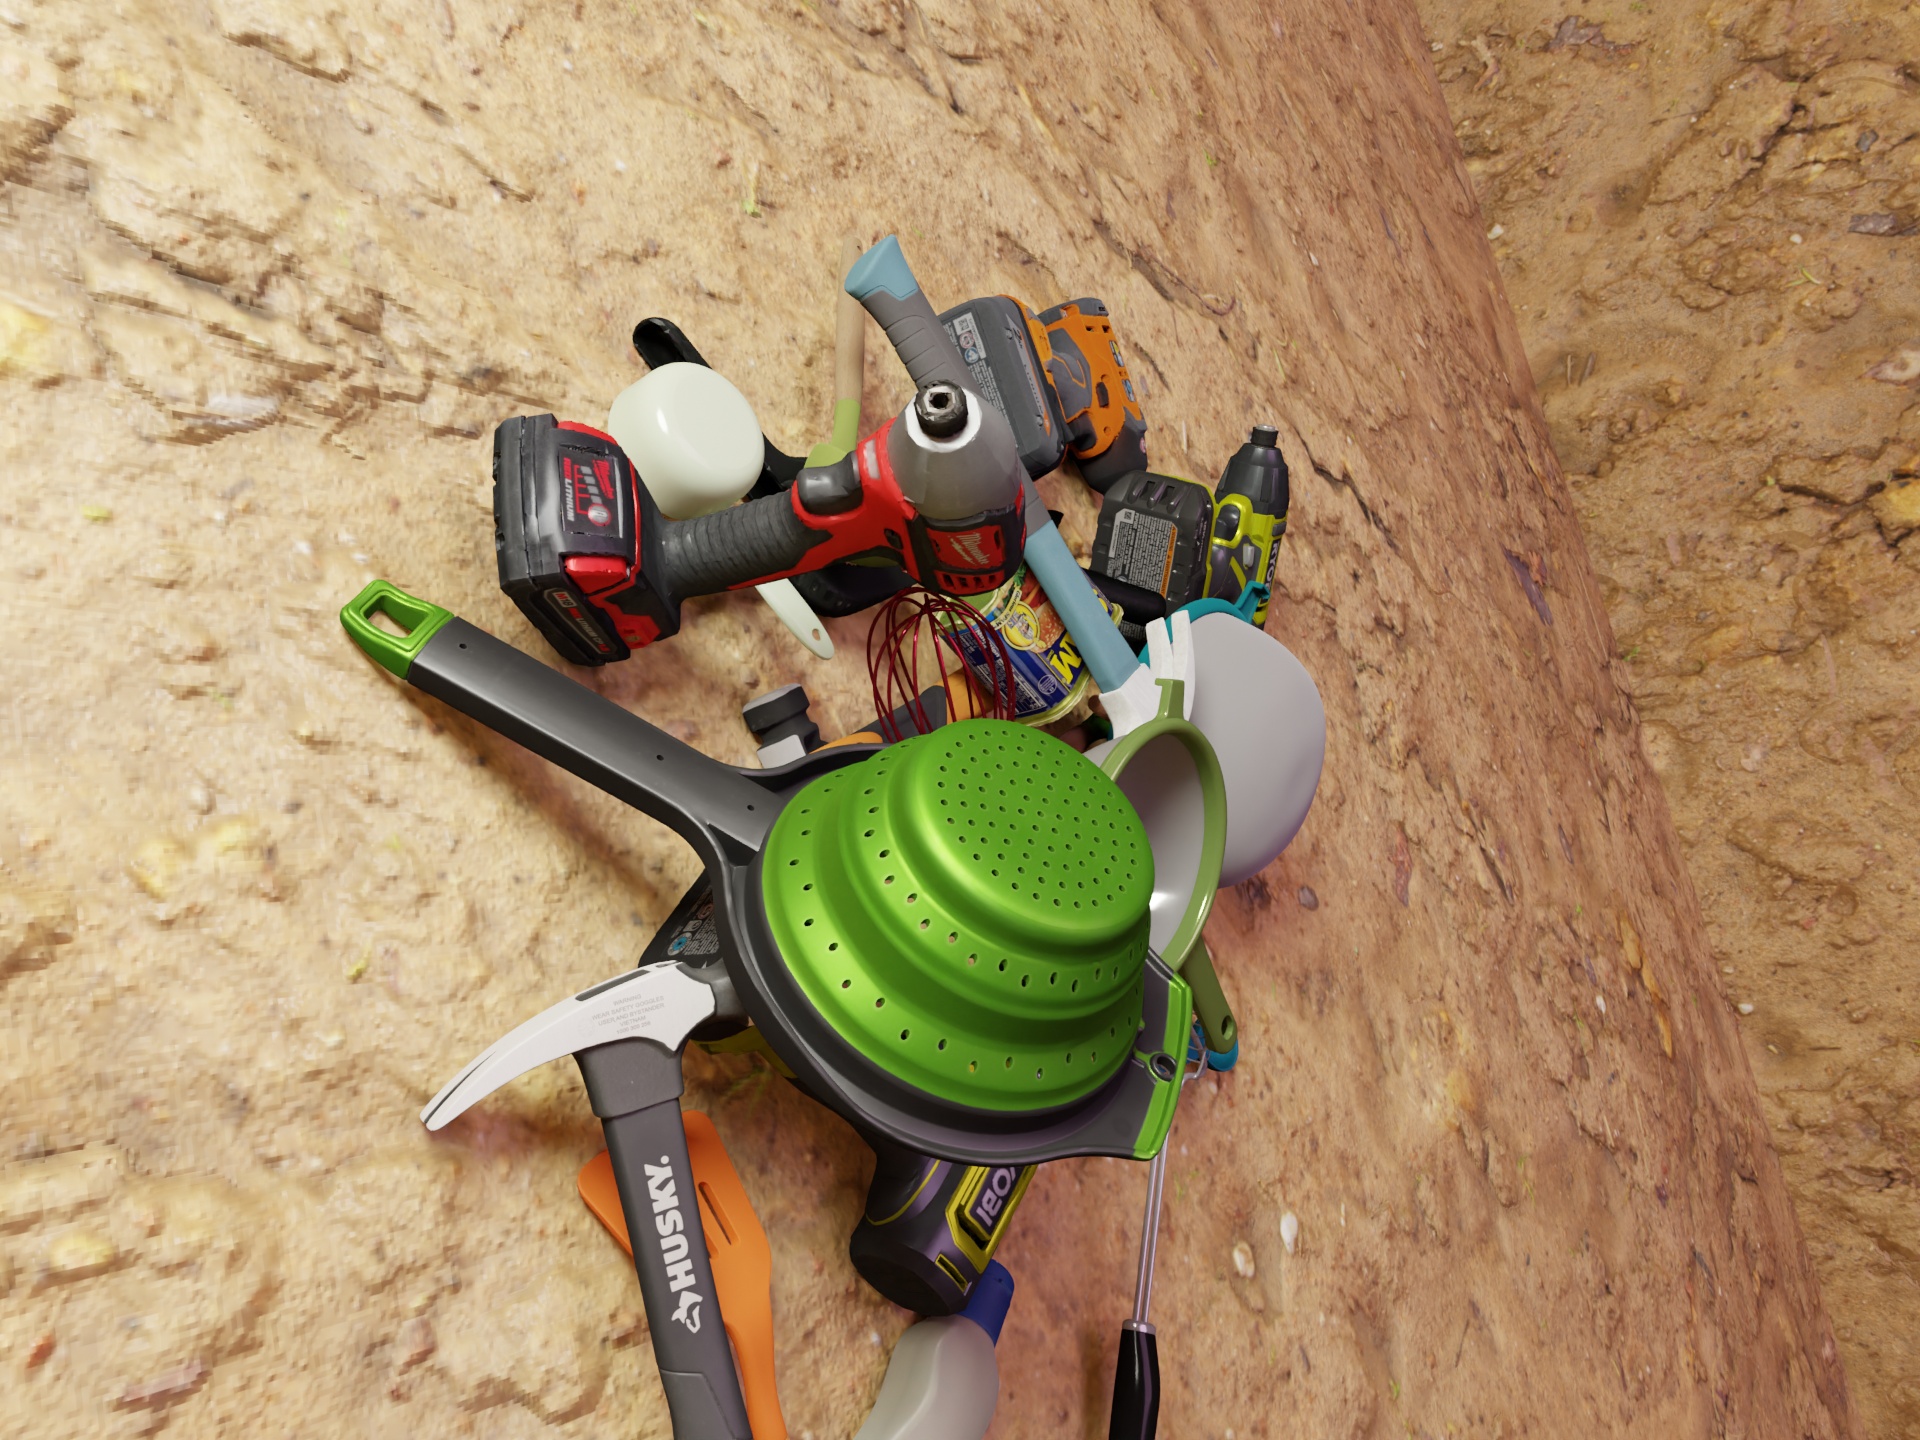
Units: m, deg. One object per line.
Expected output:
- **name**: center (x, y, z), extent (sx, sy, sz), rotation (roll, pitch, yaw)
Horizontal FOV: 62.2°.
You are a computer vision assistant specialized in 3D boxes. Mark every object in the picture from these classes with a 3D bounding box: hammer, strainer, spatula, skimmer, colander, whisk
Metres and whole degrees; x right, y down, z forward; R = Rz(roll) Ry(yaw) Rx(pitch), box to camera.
- **hammer**: center (0.033, -0.118, 0.896), extent (0.128, 0.033, 0.331), rotation (-42, 106, -39)
- **strainer**: center (0.149, 0.052, 1.023), extent (0.340, 0.095, 0.210), rotation (-31, 127, -47)
- **hammer**: center (-0.106, 0.266, 0.621), extent (0.146, 0.035, 0.335), rotation (-12, 91, -25)
- **hammer**: center (-0.002, -0.003, 0.949), extent (0.337, 0.034, 0.127), rotation (-33, 100, -56)
- **spatula**: center (-0.080, 0.327, 0.672), extent (0.081, 0.041, 0.322), rotation (-16, 91, -57)
- **skimmer**: center (0.088, 0.287, 0.928), extent (0.127, 0.090, 0.363), rotation (31, 59, -41)
- **colander**: center (-0.060, 0.027, 0.639), extent (0.397, 0.094, 0.205), rotation (30, 38, -4)
- **strainer**: center (0.095, 0.103, 0.875), extent (0.151, 0.069, 0.256), rotation (-56, 139, -28)
- **whisk**: center (0.010, 0.051, 0.843), extent (0.073, 0.073, 0.295), rotation (-69, 153, -46)

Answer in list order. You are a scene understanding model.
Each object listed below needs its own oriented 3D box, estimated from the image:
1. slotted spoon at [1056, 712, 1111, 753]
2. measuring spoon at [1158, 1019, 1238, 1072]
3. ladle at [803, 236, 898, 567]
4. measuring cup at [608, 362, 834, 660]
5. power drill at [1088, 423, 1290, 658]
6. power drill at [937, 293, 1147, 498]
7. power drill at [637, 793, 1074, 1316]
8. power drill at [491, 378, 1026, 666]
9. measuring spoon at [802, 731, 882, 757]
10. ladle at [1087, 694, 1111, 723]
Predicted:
- **slotted spoon**: center (0.071, 0.018, 1.019), extent (0.314, 0.031, 0.070), rotation (-31, 104, -61)
- **measuring spoon**: center (0.140, 0.220, 1.055), extent (0.128, 0.021, 0.042), rotation (-1, 74, -46)
- **ladle**: center (-0.055, -0.201, 0.915), extent (0.078, 0.062, 0.320), rotation (44, 29, -36)
- **measuring cup**: center (-0.105, -0.103, 0.788), extent (0.167, 0.038, 0.083), rotation (54, 40, -10)
- **power drill**: center (0.182, -0.132, 1.194), extent (0.223, 0.080, 0.171), rotation (-22, 125, -56)
- **power drill**: center (0.065, -0.216, 1.120), extent (0.226, 0.084, 0.164), rotation (-22, 93, -61)
- **power drill**: center (-0.029, 0.144, 0.768), extent (0.228, 0.080, 0.191), rotation (53, 50, -25)
- **power drill**: center (-0.081, -0.092, 0.691), extent (0.143, 0.219, 0.079), rotation (77, 5, -72)
- **measuring spoon**: center (-0.083, 0.033, 0.787), extent (0.117, 0.011, 0.021), rotation (-29, 97, -30)
- **ladle**: center (0.163, 0.020, 1.139), extent (0.315, 0.031, 0.069), rotation (22, 66, -57)
